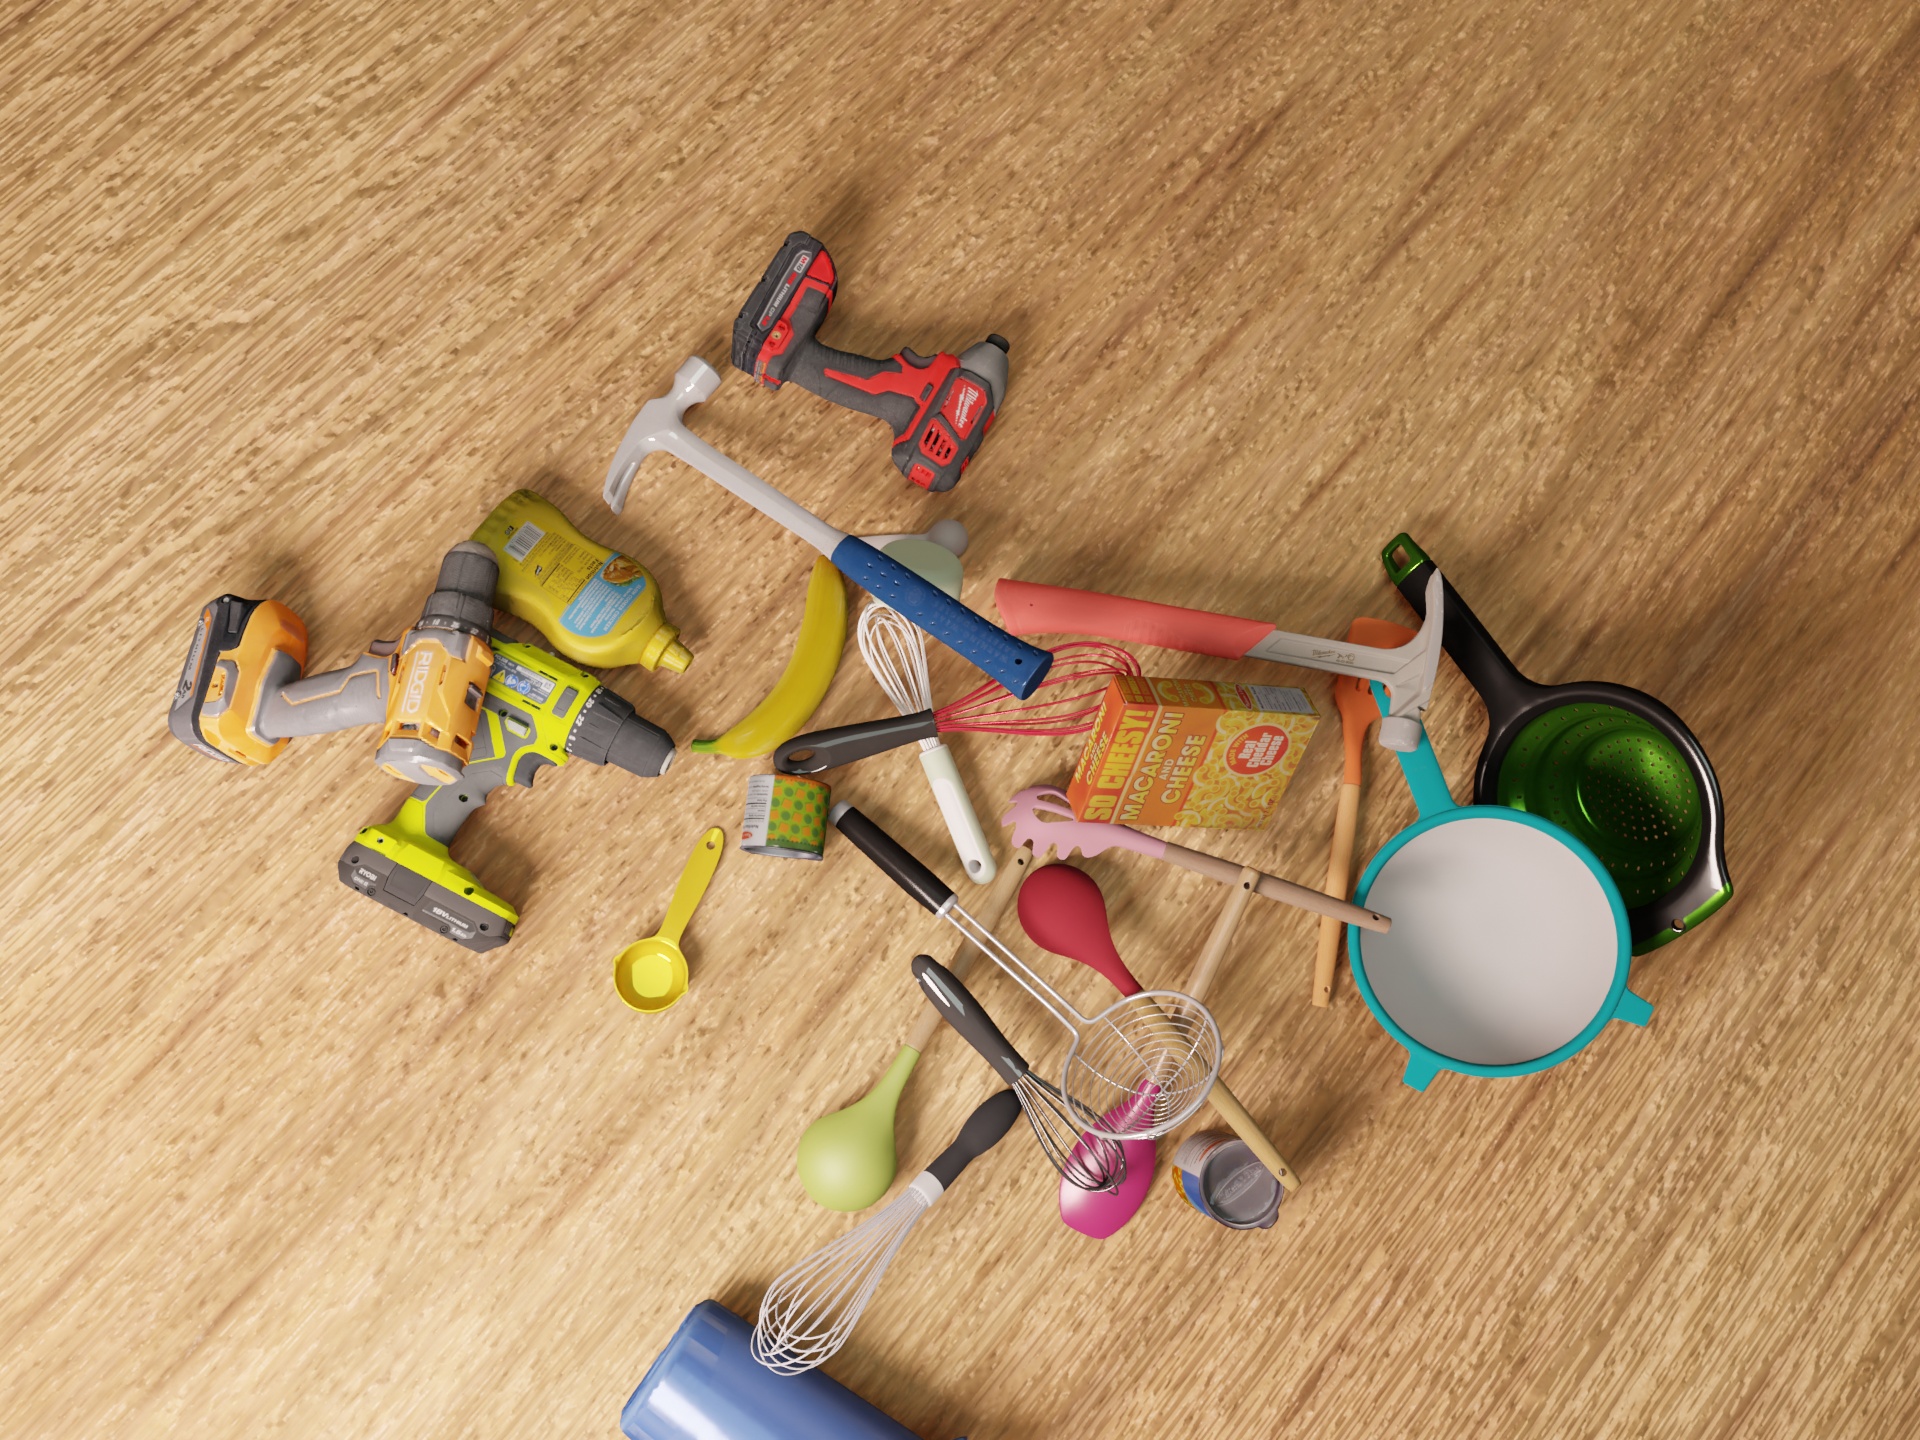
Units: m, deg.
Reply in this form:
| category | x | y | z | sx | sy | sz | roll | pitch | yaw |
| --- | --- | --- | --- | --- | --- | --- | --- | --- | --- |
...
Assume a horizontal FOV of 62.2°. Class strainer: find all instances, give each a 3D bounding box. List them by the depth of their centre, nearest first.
| category | x | y | z | sx | sy | sz | roll | pitch | yaw |
| --- | --- | --- | --- | --- | --- | --- | --- | --- | --- |
| strainer | 0.403 | 0.119 | 1.296 | 0.211 | 0.095 | 0.340 | -20 | 74 | 12 |

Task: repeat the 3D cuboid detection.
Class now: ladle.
| category | x | y | z | sx | sy | sz | roll | pitch | yaw |
| --- | --- | --- | --- | --- | --- | --- | --- | --- | --- |
| ladle | 0.152 | 0.233 | 1.228 | 0.069 | 0.031 | 0.316 | -41 | 70 | 2 |
| ladle | -0.026 | 0.237 | 1.254 | 0.078 | 0.062 | 0.320 | 31 | 71 | 0 |

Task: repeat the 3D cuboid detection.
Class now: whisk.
| category | x | y | z | sx | sy | sz | roll | pitch | yaw |
| --- | --- | --- | --- | --- | --- | --- | --- | --- | --- |
| whisk | -0.048 | 0.371 | 1.183 | 0.070 | 0.070 | 0.284 | 49 | 56 | 2 |
| whisk | 0.044 | 0.271 | 1.219 | 0.055 | 0.055 | 0.239 | -41 | 91 | -12 |
| whisk | -0.002 | -0.004 | 1.241 | 0.296 | 0.073 | 0.073 | -14 | 83 | -2 |
| whisk | -0.025 | 0.017 | 1.284 | 0.058 | 0.059 | 0.246 | -23 | 88 | 28 |

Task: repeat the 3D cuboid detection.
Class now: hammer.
| category | x | y | z | sx | sy | sz | roll | pitch | yaw |
| --- | --- | --- | --- | --- | --- | --- | --- | --- | --- |
| hammer | -0.106 | -0.136 | 1.248 | 0.406 | 0.035 | 0.144 | 34 | 79 | 17 |
| hammer | 0.206 | -0.079 | 1.295 | 0.359 | 0.036 | 0.149 | 11 | 80 | 7 |

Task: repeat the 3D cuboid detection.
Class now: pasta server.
| category | x | y | z | sx | sy | sz | roll | pitch | yaw |
| --- | --- | --- | --- | --- | --- | --- | --- | --- | --- |
| pasta server | 0.187 | 0.115 | 1.268 | 0.316 | 0.040 | 0.060 | 18 | 64 | 5 |

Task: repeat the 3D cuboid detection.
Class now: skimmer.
| category | x | y | z | sx | sy | sz | roll | pitch | yaw |
| --- | --- | --- | --- | --- | --- | --- | --- | --- | --- |
| skimmer | 0.036 | 0.172 | 1.203 | 0.363 | 0.090 | 0.127 | 40 | 74 | 15 |

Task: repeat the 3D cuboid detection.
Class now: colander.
| category | x | y | z | sx | sy | sz | roll | pitch | yaw |
| --- | --- | --- | --- | --- | --- | --- | --- | --- | --- |
| colander | 0.494 | -0.001 | 1.328 | 0.094 | 0.204 | 0.397 | -12 | 62 | -43 |

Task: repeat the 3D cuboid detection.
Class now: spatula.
| category | x | y | z | sx | sy | sz | roll | pitch | yaw |
| --- | --- | --- | --- | --- | --- | --- | --- | --- | --- |
| spatula | 0.327 | 0.077 | 1.320 | 0.081 | 0.041 | 0.323 | 14 | 80 | -22 |

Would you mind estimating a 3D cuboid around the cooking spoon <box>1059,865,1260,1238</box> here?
| category | x | y | z | sx | sy | sz | roll | pitch | yaw |
| --- | --- | --- | --- | --- | --- | --- | --- | --- | --- |
| cooking spoon | 0.162 | 0.260 | 1.246 | 0.069 | 0.017 | 0.319 | 25 | 92 | -1 |

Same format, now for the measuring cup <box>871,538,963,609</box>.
| category | x | y | z | sx | sy | sz | roll | pitch | yaw |
| --- | --- | --- | --- | --- | --- | --- | --- | --- | --- |
| measuring cup | -0.005 | -0.096 | 1.259 | 0.083 | 0.038 | 0.168 | -17 | 41 | -39 |

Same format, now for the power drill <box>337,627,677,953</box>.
| category | x | y | z | sx | sy | sz | roll | pitch | yaw |
| --- | --- | --- | --- | --- | --- | --- | --- | --- | --- |
| power drill | -0.346 | 0.058 | 1.219 | 0.190 | 0.080 | 0.228 | 28 | 75 | -1 |

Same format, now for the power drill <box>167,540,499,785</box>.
| category | x | y | z | sx | sy | sz | roll | pitch | yaw |
| --- | --- | --- | --- | --- | --- | --- | --- | --- | --- |
| power drill | -0.453 | -0.048 | 1.184 | 0.226 | 0.084 | 0.185 | 2 | 69 | 14 |

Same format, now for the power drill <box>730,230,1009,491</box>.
| category | x | y | z | sx | sy | sz | roll | pitch | yaw |
| --- | --- | --- | --- | --- | --- | --- | --- | --- | --- |
| power drill | -0.069 | -0.300 | 1.318 | 0.219 | 0.078 | 0.143 | 30 | 78 | -4 |

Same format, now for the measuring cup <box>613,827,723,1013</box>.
| category | x | y | z | sx | sy | sz | roll | pitch | yaw |
| --- | --- | --- | --- | --- | --- | --- | --- | --- | --- |
| measuring cup | -0.222 | 0.157 | 1.249 | 0.062 | 0.029 | 0.157 | 24 | 67 | -3 |

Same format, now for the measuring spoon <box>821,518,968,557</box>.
| category | x | y | z | sx | sy | sz | roll | pitch | yaw |
| --- | --- | --- | --- | --- | --- | --- | --- | --- | --- |
| measuring spoon | -0.054 | -0.147 | 1.320 | 0.124 | 0.018 | 0.034 | -8 | 82 | -8 |
